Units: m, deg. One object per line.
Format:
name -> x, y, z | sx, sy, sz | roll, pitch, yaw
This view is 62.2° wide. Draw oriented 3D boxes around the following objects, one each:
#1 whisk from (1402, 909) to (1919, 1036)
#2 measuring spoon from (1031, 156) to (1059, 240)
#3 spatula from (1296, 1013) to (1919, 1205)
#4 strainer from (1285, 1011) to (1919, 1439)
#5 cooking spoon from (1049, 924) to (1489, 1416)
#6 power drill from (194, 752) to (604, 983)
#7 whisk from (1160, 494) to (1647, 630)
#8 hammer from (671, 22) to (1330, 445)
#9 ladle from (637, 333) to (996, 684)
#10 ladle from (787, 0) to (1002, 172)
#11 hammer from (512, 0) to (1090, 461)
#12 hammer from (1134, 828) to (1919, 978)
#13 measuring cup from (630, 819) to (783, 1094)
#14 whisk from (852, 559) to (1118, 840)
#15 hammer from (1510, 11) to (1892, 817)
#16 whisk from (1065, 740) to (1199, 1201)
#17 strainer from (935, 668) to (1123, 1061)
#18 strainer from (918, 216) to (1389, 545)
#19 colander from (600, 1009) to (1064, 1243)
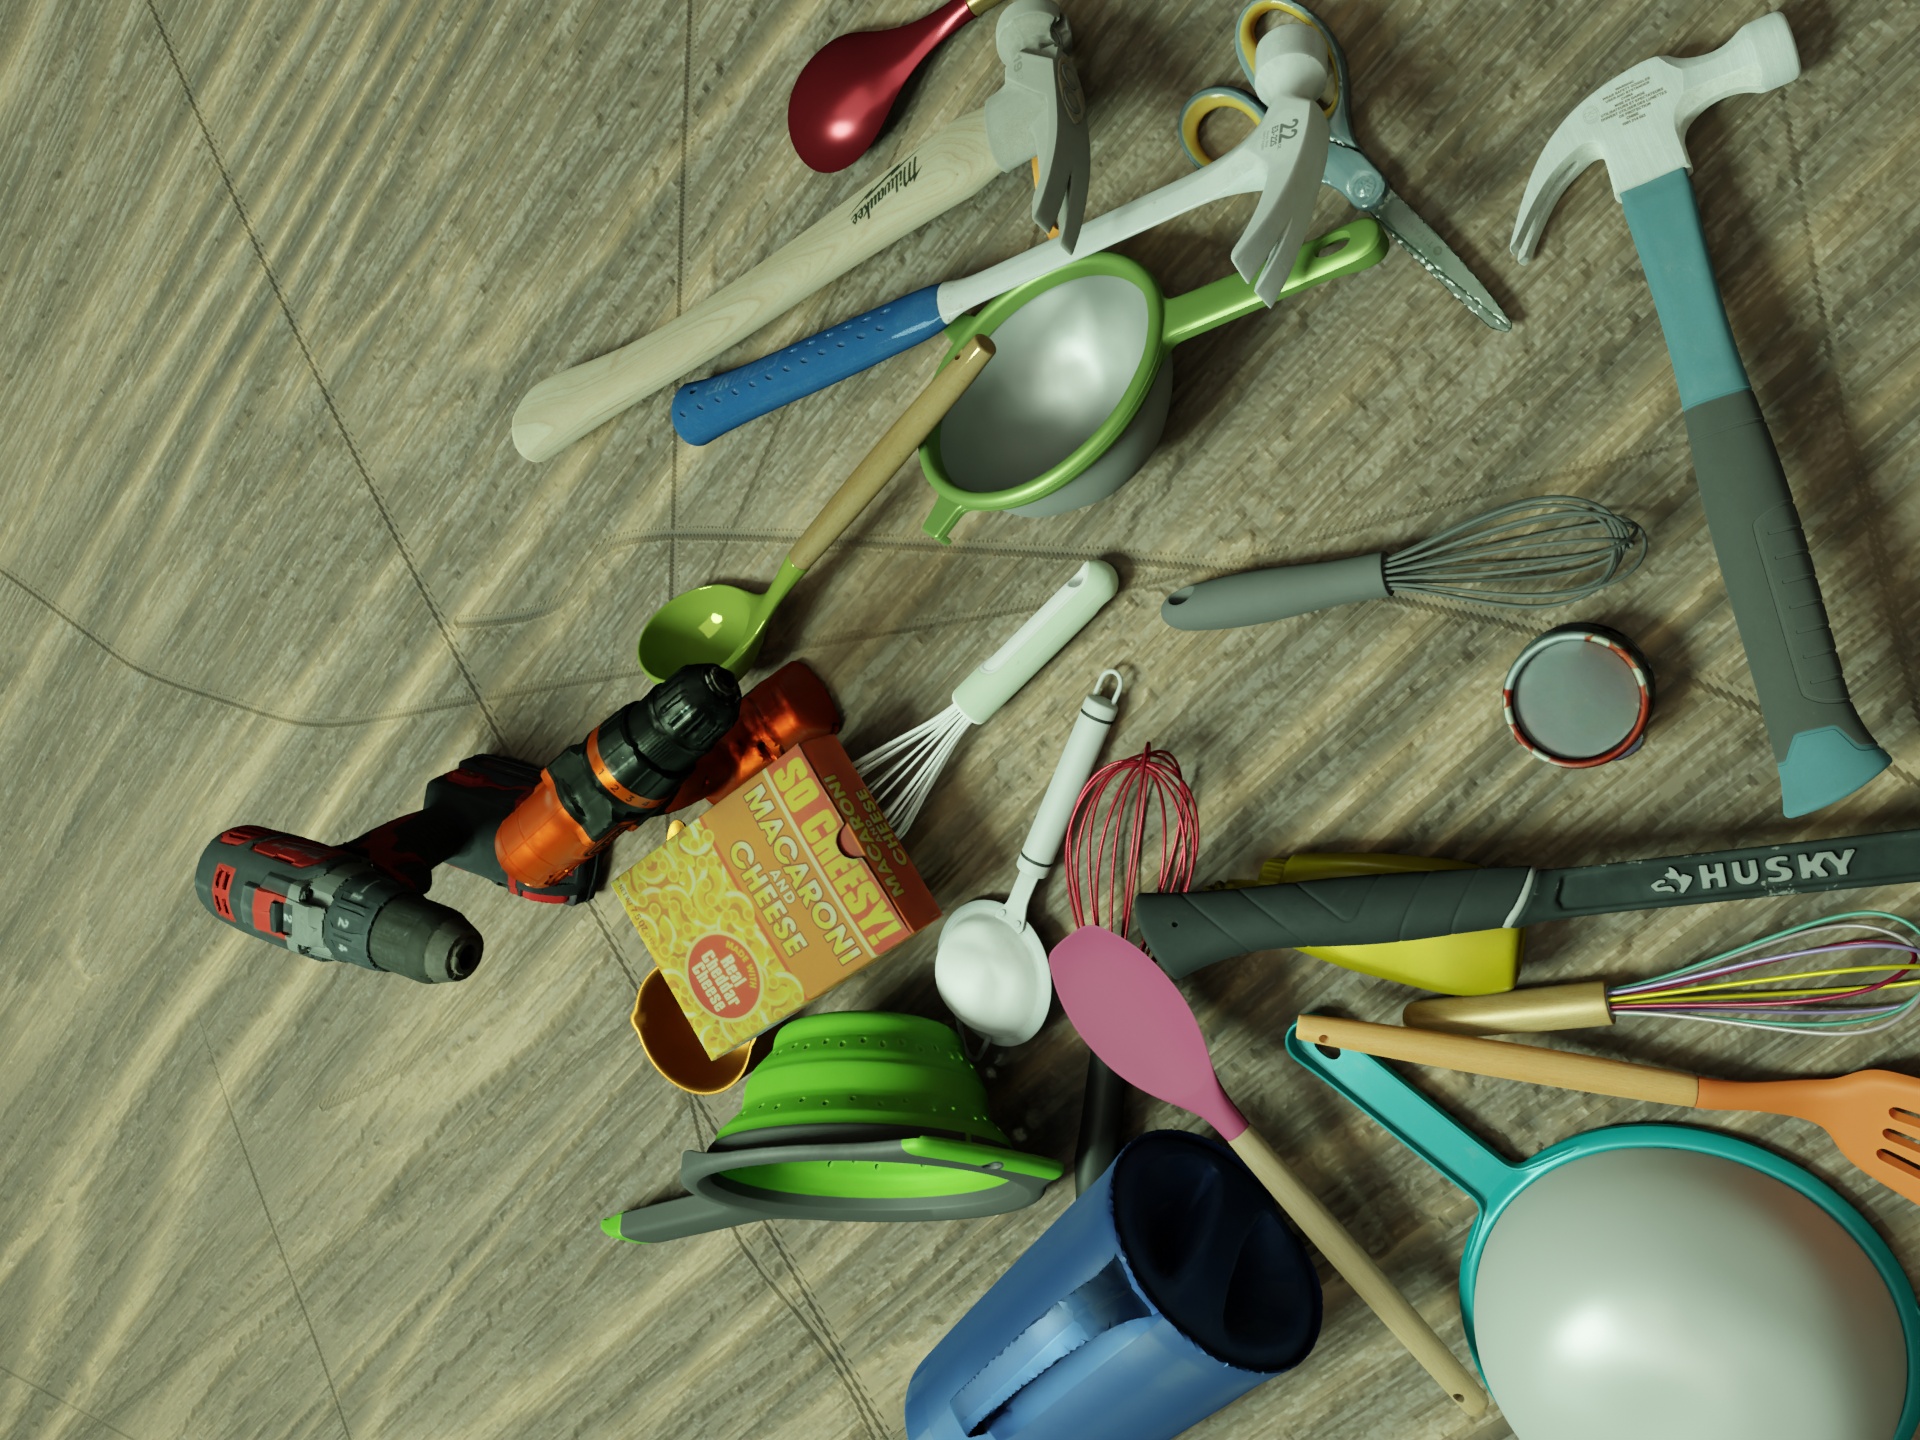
whisk -> 0.329, 0.129, 0.753 | 0.245, 0.047, 0.051 | -13, 95, 31
measuring spoon -> 0.047, -0.306, 0.834 | 0.021, 0.011, 0.117 | -2, 102, 37
spatula -> 0.321, 0.176, 0.749 | 0.322, 0.041, 0.081 | 6, 121, 17
strainer -> 0.290, 0.269, 0.768 | 0.340, 0.095, 0.211 | 38, 114, 14
cooking spoon -> 0.161, 0.232, 0.822 | 0.319, 0.017, 0.068 | 49, 125, 3
power drill -> -0.312, 0.093, 0.964 | 0.188, 0.226, 0.080 | 14, 106, 24
whisk -> 0.207, -0.068, 0.776 | 0.239, 0.055, 0.055 | -8, 96, 32
hammer -> 0.000, -0.216, 0.821 | 0.405, 0.035, 0.144 | -14, 54, 36
ladle -> -0.085, -0.108, 0.864 | 0.062, 0.078, 0.320 | 25, 138, -23
ladle -> 0.027, -0.380, 0.815 | 0.315, 0.031, 0.069 | -24, 79, 28
hammer -> -0.106, -0.228, 0.870 | 0.410, 0.038, 0.146 | -22, 56, 33
hammer -> 0.276, 0.073, 0.726 | 0.409, 0.036, 0.149 | -9, 72, 23
measuring cup -> -0.157, 0.143, 0.997 | 0.095, 0.052, 0.173 | 0, 98, 27
whisk -> -0.001, -0.003, 0.895 | 0.059, 0.058, 0.246 | 36, 114, -22
hammer -> 0.329, -0.124, 0.680 | 0.128, 0.033, 0.331 | -17, 81, 29
whisk -> 0.085, 0.152, 0.873 | 0.073, 0.073, 0.295 | 13, 110, 24
strainer -> 0.036, 0.087, 0.896 | 0.087, 0.050, 0.258 | 33, 110, 34
strainer -> 0.097, -0.172, 0.784 | 0.256, 0.069, 0.152 | -17, 54, 33
colander -> -0.106, 0.251, 0.965 | 0.397, 0.204, 0.095 | -27, 52, 43
